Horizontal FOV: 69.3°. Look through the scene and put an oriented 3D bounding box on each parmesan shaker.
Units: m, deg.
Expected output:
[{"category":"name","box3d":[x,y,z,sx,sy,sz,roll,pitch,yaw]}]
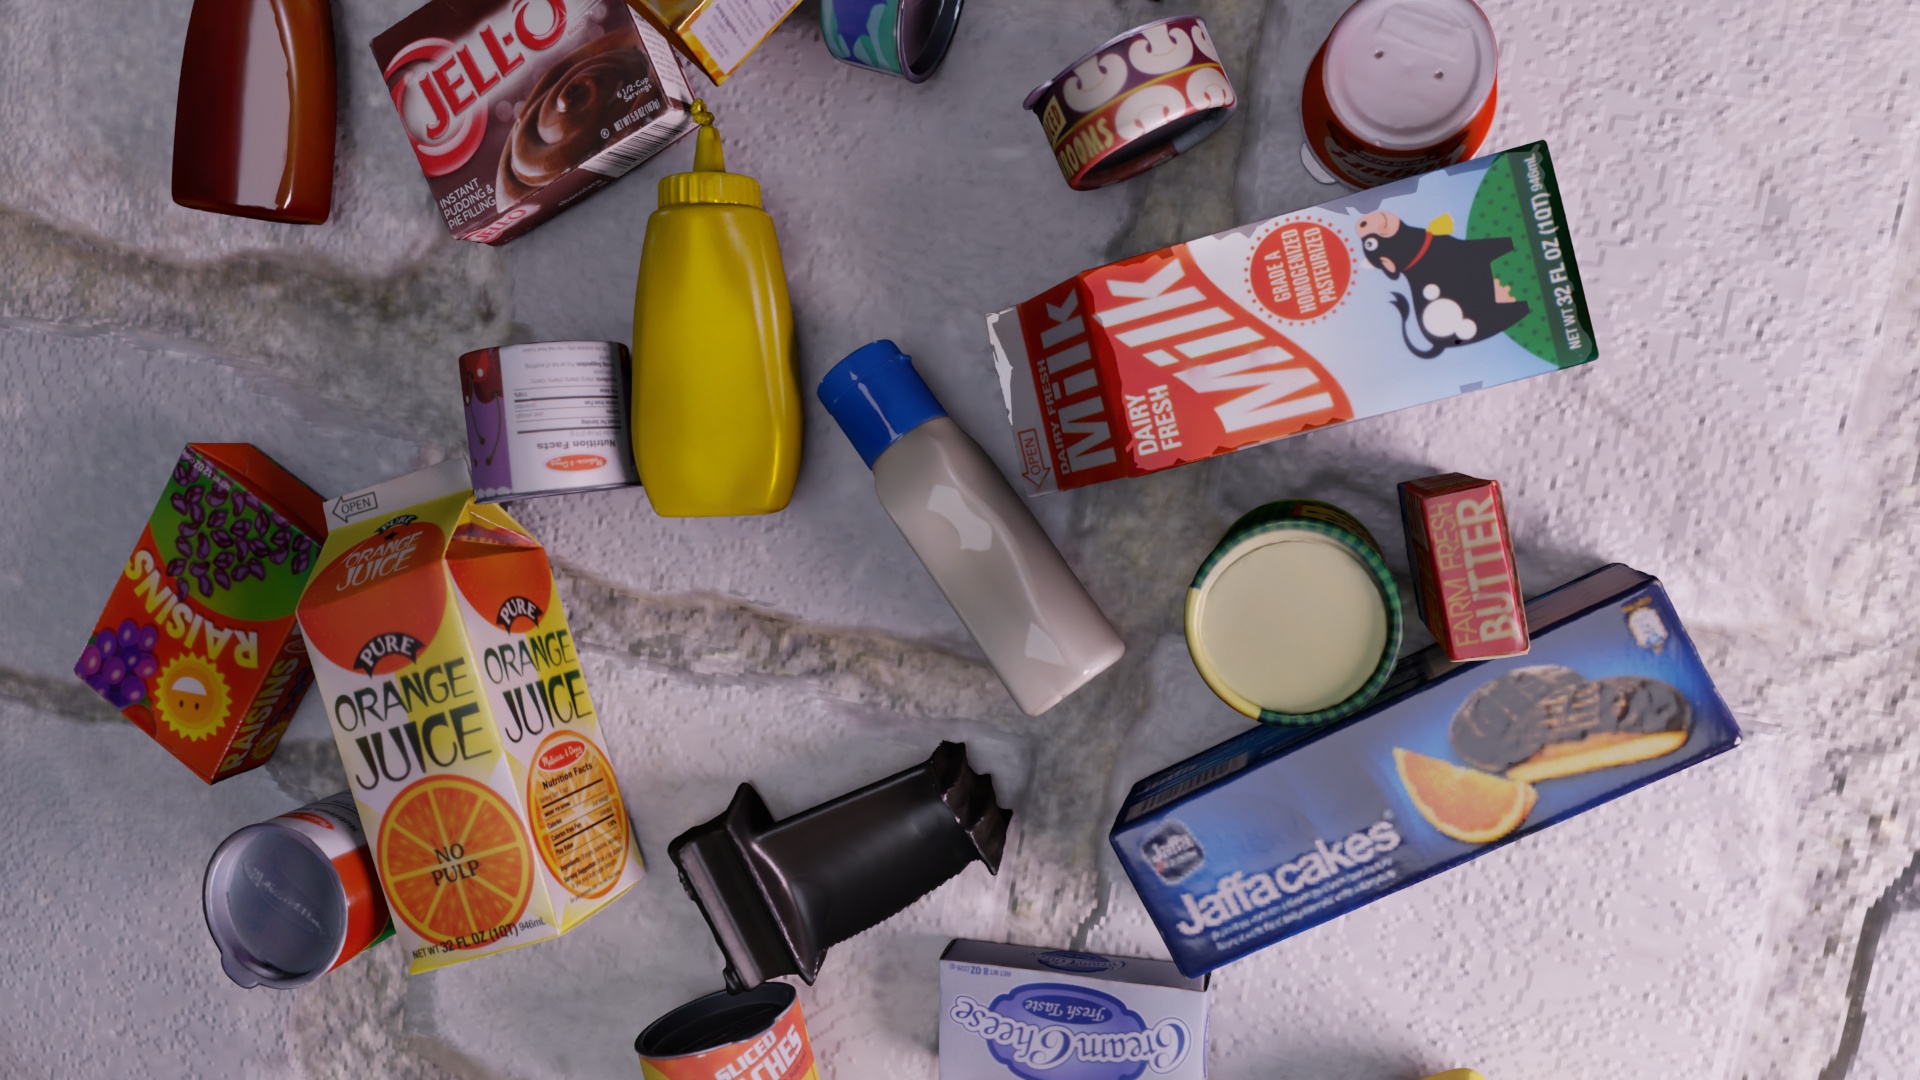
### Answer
[{"category":"parmesan shaker","box3d":[0.114,0.024,0.468,0.071,0.103,0.071,1,95,14]}]

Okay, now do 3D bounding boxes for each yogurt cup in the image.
[{"category":"yogurt cup","box3d":[0.150,-0.155,0.471,0.072,0.054,0.072,1,94,13]}]

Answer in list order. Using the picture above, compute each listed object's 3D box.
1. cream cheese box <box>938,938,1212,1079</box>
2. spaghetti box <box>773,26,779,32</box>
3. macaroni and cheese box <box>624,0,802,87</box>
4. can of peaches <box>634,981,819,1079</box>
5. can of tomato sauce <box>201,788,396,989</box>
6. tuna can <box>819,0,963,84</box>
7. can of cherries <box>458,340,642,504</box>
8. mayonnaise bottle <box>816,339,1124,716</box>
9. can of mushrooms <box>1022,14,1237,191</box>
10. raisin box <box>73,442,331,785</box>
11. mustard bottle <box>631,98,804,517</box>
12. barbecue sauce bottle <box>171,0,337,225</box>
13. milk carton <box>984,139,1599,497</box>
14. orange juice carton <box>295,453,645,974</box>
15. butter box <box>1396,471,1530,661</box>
[{"category":"cream cheese box","box3d":[0.044,0.189,0.538,0.104,0.024,0.053,2,96,14]},{"category":"spaghetti box","box3d":[-0.128,-0.311,0.531,0.028,0.050,0.250,-19,90,16]},{"category":"macaroni and cheese box","box3d":[-0.069,-0.256,0.469,0.166,0.040,0.124,-45,74,1]},{"category":"can of peaches","box3d":[-0.089,0.216,0.550,0.071,0.071,0.058,-14,92,15]},{"category":"can of tomato sauce","box3d":[-0.257,0.141,0.579,0.071,0.083,0.071,1,95,14]},{"category":"tuna can","box3d":[-0.023,-0.205,0.502,0.033,0.071,0.071,19,99,13]},{"category":"can of cherries","box3d":[-0.163,-0.047,0.552,0.071,0.071,0.058,-6,93,14]},{"category":"mayonnaise bottle","box3d":[0.002,-0.006,0.517,0.041,0.065,0.148,-38,81,18]},{"category":"can of mushrooms","box3d":[0.059,-0.151,0.486,0.071,0.071,0.033,-24,90,15]},{"category":"raisin box","box3d":[-0.322,0.031,0.610,0.086,0.040,0.123,35,102,8]},{"category":"mustard bottle","box3d":[-0.095,-0.089,0.539,0.065,0.049,0.160,0,93,3]},{"category":"barbecue sauce bottle","box3d":[-0.292,-0.210,0.583,0.065,0.044,0.148,8,96,13]},{"category":"milk carton","box3d":[0.106,-0.070,0.478,0.190,0.073,0.072,-13,91,15]},{"category":"orange juice carton","box3d":[-0.202,0.066,0.565,0.072,0.073,0.192,-18,89,15]},{"category":"butter box","box3d":[0.162,0.006,0.454,0.024,0.103,0.053,-10,91,14]}]
